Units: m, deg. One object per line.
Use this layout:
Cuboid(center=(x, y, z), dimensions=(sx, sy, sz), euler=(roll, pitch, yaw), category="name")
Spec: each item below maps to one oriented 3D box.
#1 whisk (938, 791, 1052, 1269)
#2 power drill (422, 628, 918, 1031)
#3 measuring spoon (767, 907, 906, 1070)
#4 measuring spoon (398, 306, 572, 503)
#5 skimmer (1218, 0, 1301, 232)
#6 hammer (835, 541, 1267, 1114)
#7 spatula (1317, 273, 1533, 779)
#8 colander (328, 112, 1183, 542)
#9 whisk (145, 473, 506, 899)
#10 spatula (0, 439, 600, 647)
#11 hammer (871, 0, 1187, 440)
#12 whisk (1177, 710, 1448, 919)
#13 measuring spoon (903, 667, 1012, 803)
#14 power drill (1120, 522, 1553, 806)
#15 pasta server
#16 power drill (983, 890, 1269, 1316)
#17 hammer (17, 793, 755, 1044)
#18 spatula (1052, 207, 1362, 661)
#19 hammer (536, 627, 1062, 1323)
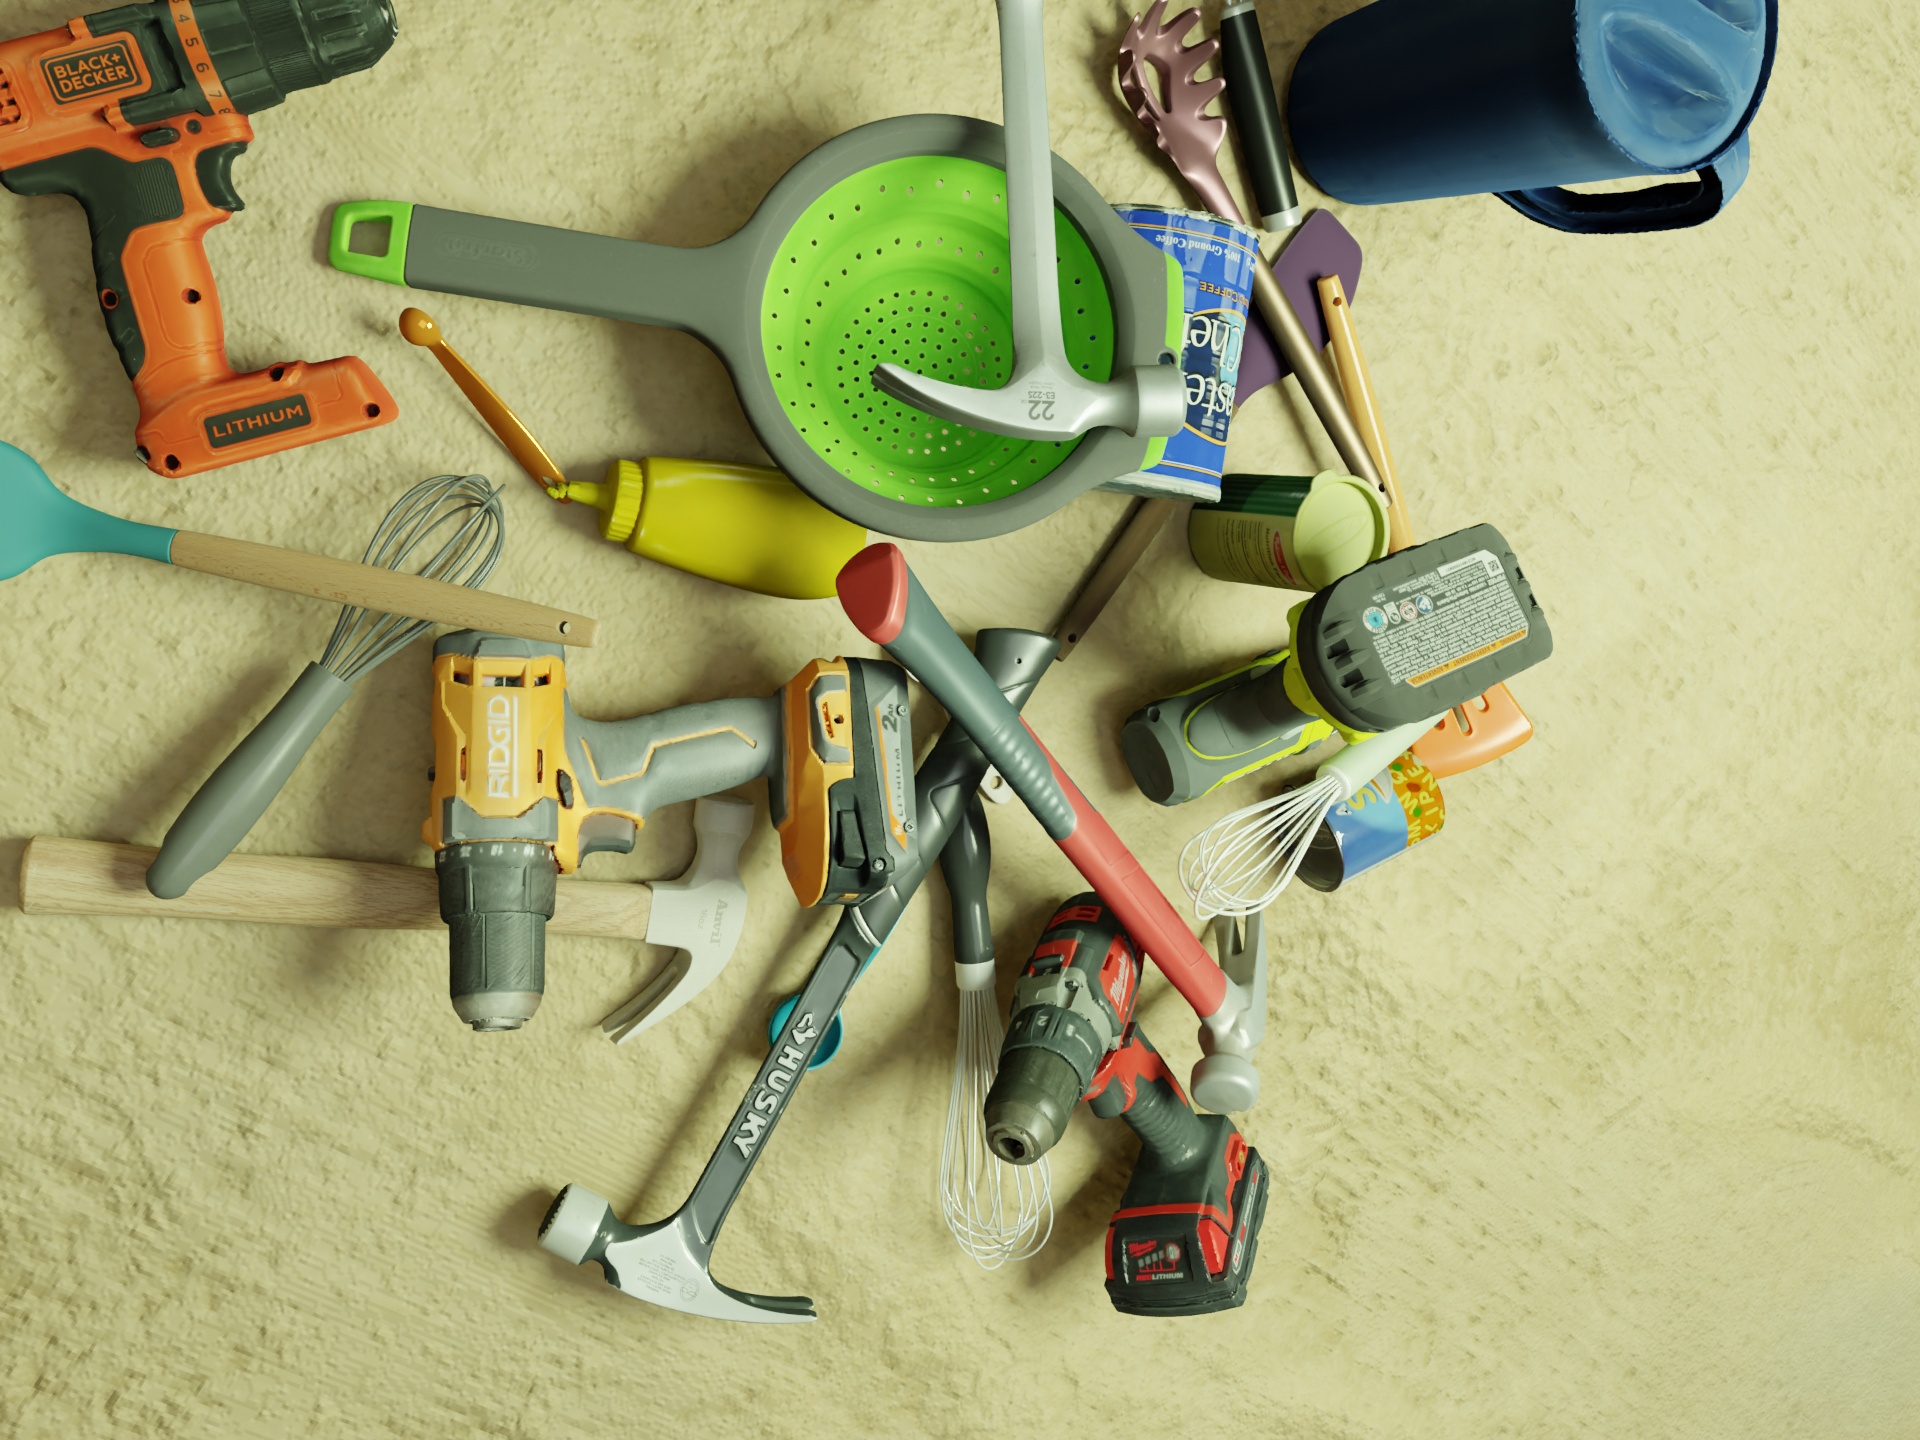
Cuboid(center=(0.012, 0.174, 0.907), dimensions=(0.070, 0.070, 0.284), euler=(-8, 97, -24), category="whisk")
Cuboid(center=(-0.138, 0.051, 0.760), dimensions=(0.226, 0.084, 0.185), euler=(2, 73, -19), category="power drill")
Cuboid(center=(-0.064, 0.136, 0.886), dimensions=(0.042, 0.021, 0.129), euler=(37, 73, -11), category="measuring spoon")
Cuboid(center=(-0.223, -0.144, 0.749), dimensions=(0.116, 0.021, 0.011), euler=(53, 49, -32), category="measuring spoon")
Cuboid(center=(0.151, -0.446, 0.840), dimensions=(0.127, 0.090, 0.363), euler=(-28, 111, -29), category="skimmer")
Cuboid(center=(0.063, 0.045, 0.848), dimensions=(0.386, 0.038, 0.143), euler=(51, 34, -30), category="hammer")
Cuboid(center=(0.273, -0.117, 0.979), dimensions=(0.081, 0.041, 0.322), euler=(-22, 111, 2), category="spatula")
Cuboid(center=(-0.095, -0.195, 0.781), dimensions=(0.397, 0.094, 0.204), euler=(7, 87, -8), category="colander")
Cuboid(center=(-0.284, -0.018, 0.720), dimensions=(0.055, 0.055, 0.239), euler=(41, 76, -25), category="whisk")
Cuboid(center=(-0.314, -0.068, 0.682), dimensions=(0.317, 0.044, 0.082), euler=(11, 91, -4), category="spatula")
Cuboid(center=(0.022, -0.332, 0.737), dimensions=(0.144, 0.035, 0.405), euler=(-3, 88, -9), category="hammer")
Cuboid(center=(0.213, 0.041, 0.929), dimensions=(0.246, 0.058, 0.059), euler=(-33, 143, -32), category="whisk")
Cuboid(center=(-0.001, -0.003, 0.892), dimensions=(0.034, 0.018, 0.124), euler=(-36, 119, -16), category="measuring spoon")
Cuboid(center=(0.212, -0.027, 0.874), dimensions=(0.190, 0.228, 0.080), euler=(-22, 84, -21), category="power drill")
Cuboid(center=(0.174, -0.253, 0.903), dimensions=(0.060, 0.040, 0.316), euler=(-41, 109, -22), category="pasta server")
Cuboid(center=(0.089, 0.232, 0.893), dimensions=(0.226, 0.080, 0.188), euler=(64, 30, -21), category="power drill")
Cuboid(center=(-0.265, 0.088, 0.771), dimensions=(0.331, 0.031, 0.130), euler=(7, 96, -26), category="hammer")
Cuboid(center=(0.144, -0.163, 0.928), dimensions=(0.059, 0.018, 0.316), euler=(39, 81, -25), category="spatula")
Cuboid(center=(-0.056, 0.128, 0.848), dimensions=(0.149, 0.036, 0.409), euler=(31, 84, -10), category="hammer")
